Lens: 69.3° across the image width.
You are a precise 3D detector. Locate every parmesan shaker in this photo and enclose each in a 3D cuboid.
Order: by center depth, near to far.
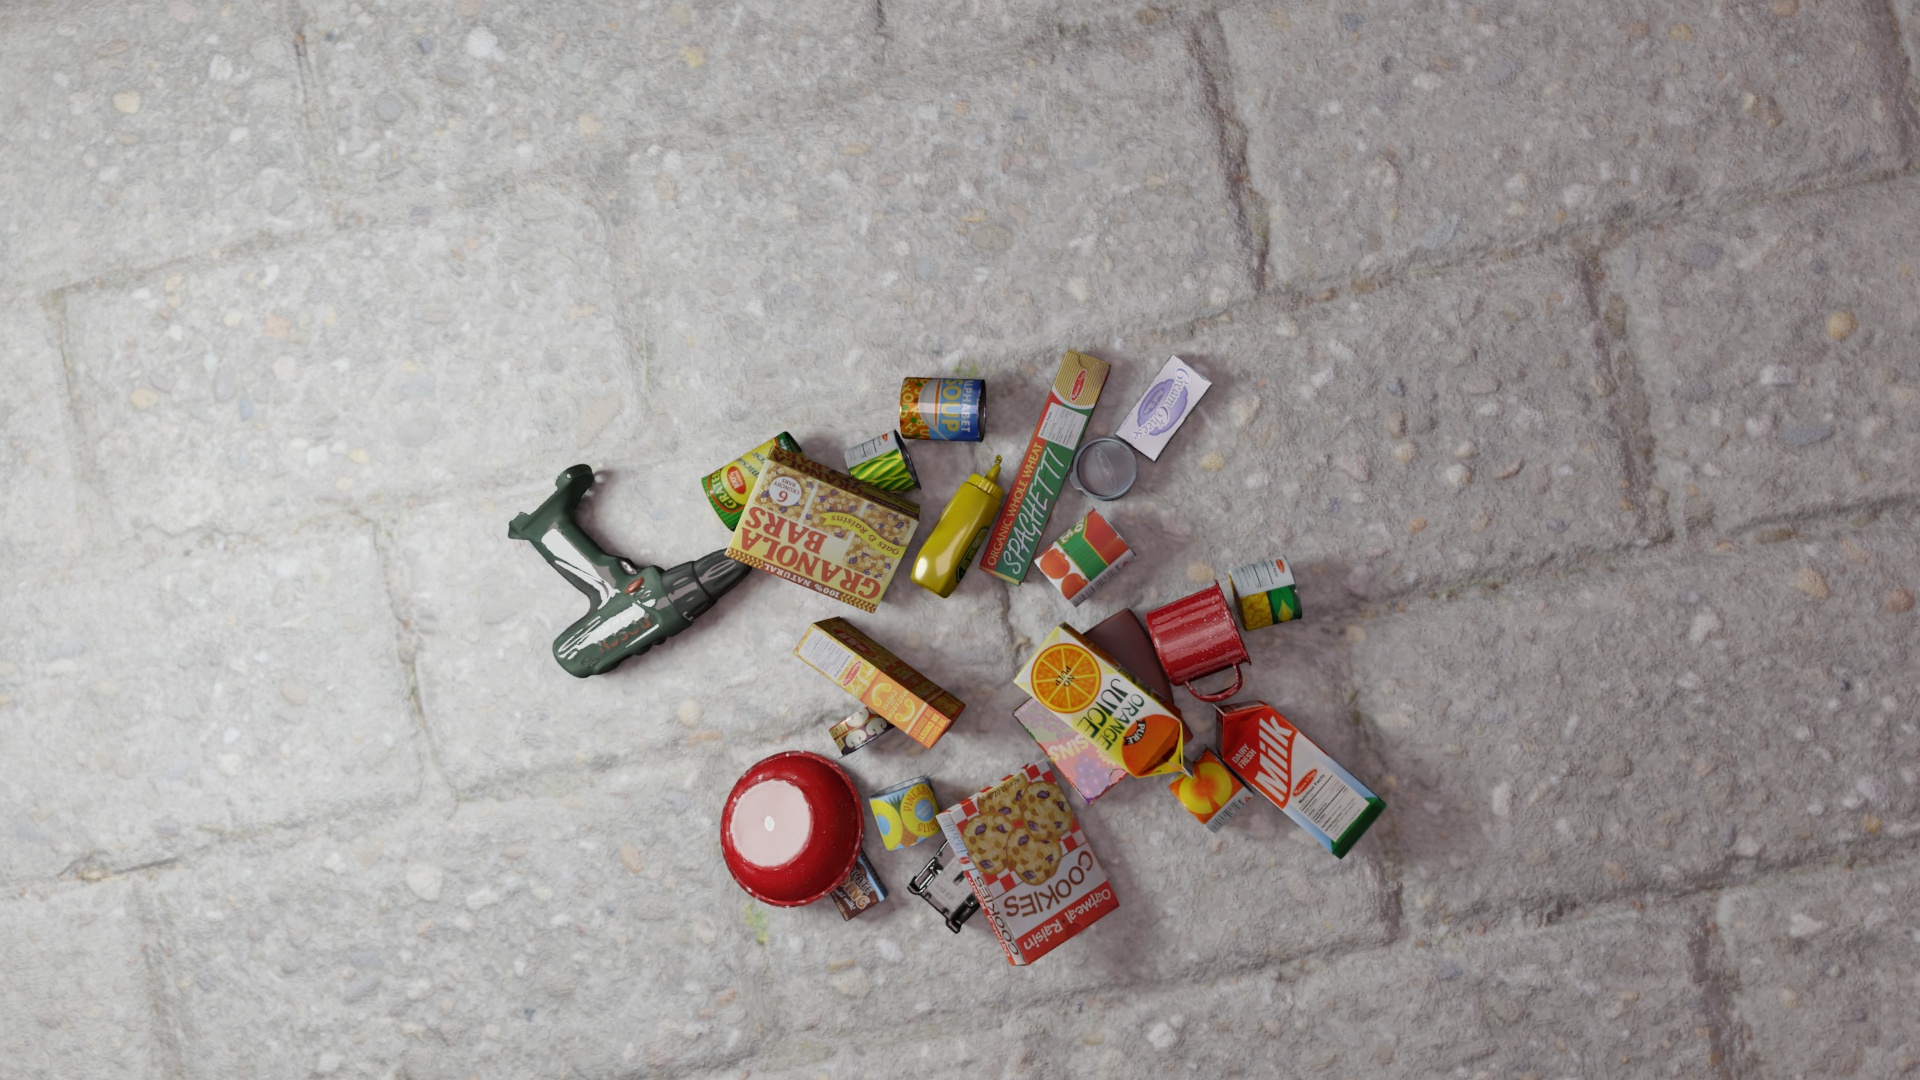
[{"bbox_3d":[-0.212,-0.065,1.461,0.103,0.071,0.071,-30,85,3],"label":"parmesan shaker"}]

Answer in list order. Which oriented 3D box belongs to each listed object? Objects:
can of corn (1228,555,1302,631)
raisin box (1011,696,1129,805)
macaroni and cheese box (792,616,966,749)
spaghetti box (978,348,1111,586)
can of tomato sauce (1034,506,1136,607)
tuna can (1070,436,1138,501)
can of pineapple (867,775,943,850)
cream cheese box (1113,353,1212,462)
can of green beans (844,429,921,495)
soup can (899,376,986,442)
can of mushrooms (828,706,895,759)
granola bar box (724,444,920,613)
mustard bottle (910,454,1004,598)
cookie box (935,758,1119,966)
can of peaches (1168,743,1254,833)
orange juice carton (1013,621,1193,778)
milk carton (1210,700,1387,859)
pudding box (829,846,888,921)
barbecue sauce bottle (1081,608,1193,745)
[{"bbox_3d":[0.308,0.056,1.404,0.058,0.071,0.071,-15,86,6],"label":"can of corn"},{"bbox_3d":[0.125,0.196,1.427,0.086,0.040,0.123,-40,85,2],"label":"raisin box"},{"bbox_3d":[-0.080,0.142,1.408,0.166,0.124,0.040,35,94,6],"label":"macaroni and cheese box"},{"bbox_3d":[0.088,-0.076,1.449,0.050,0.028,0.250,22,89,6],"label":"spaghetti box"},{"bbox_3d":[0.126,0.016,1.423,0.083,0.071,0.071,-41,84,3],"label":"can of tomato sauce"},{"bbox_3d":[0.148,-0.073,1.441,0.071,0.033,0.071,0,87,6],"label":"tuna can"},{"bbox_3d":[-0.054,0.279,1.426,0.071,0.071,0.058,-21,87,5],"label":"can of pineapple"},{"bbox_3d":[0.211,-0.137,1.443,0.053,0.024,0.104,36,91,5],"label":"cream cheese box"},{"bbox_3d":[-0.082,-0.075,1.448,0.058,0.071,0.071,-23,85,5],"label":"can of green beans"},{"bbox_3d":[-0.018,-0.137,1.442,0.084,0.071,0.071,3,88,6],"label":"soup can"},{"bbox_3d":[-0.103,0.195,1.435,0.071,0.071,0.033,-31,84,4],"label":"can of mushrooms"},{"bbox_3d":[-0.140,-0.010,1.421,0.165,0.039,0.123,22,117,-9],"label":"granola bar box"},{"bbox_3d":[0.005,-0.018,1.438,0.049,0.065,0.160,29,87,12],"label":"mustard bottle"},{"bbox_3d":[0.069,0.323,1.397,0.123,0.040,0.167,-24,84,-29],"label":"cookie box"},{"bbox_3d":[0.251,0.250,1.399,0.071,0.071,0.058,44,93,6],"label":"can of peaches"},{"bbox_3d":[0.152,0.167,1.367,0.193,0.072,0.073,38,96,7],"label":"orange juice carton"},{"bbox_3d":[0.323,0.224,1.390,0.190,0.072,0.073,40,92,5],"label":"milk carton"},{"bbox_3d":[-0.117,0.347,1.448,0.049,0.030,0.084,-31,85,3],"label":"pudding box"},{"bbox_3d":[0.184,0.146,1.422,0.065,0.043,0.148,-32,85,4],"label":"barbecue sauce bottle"}]
